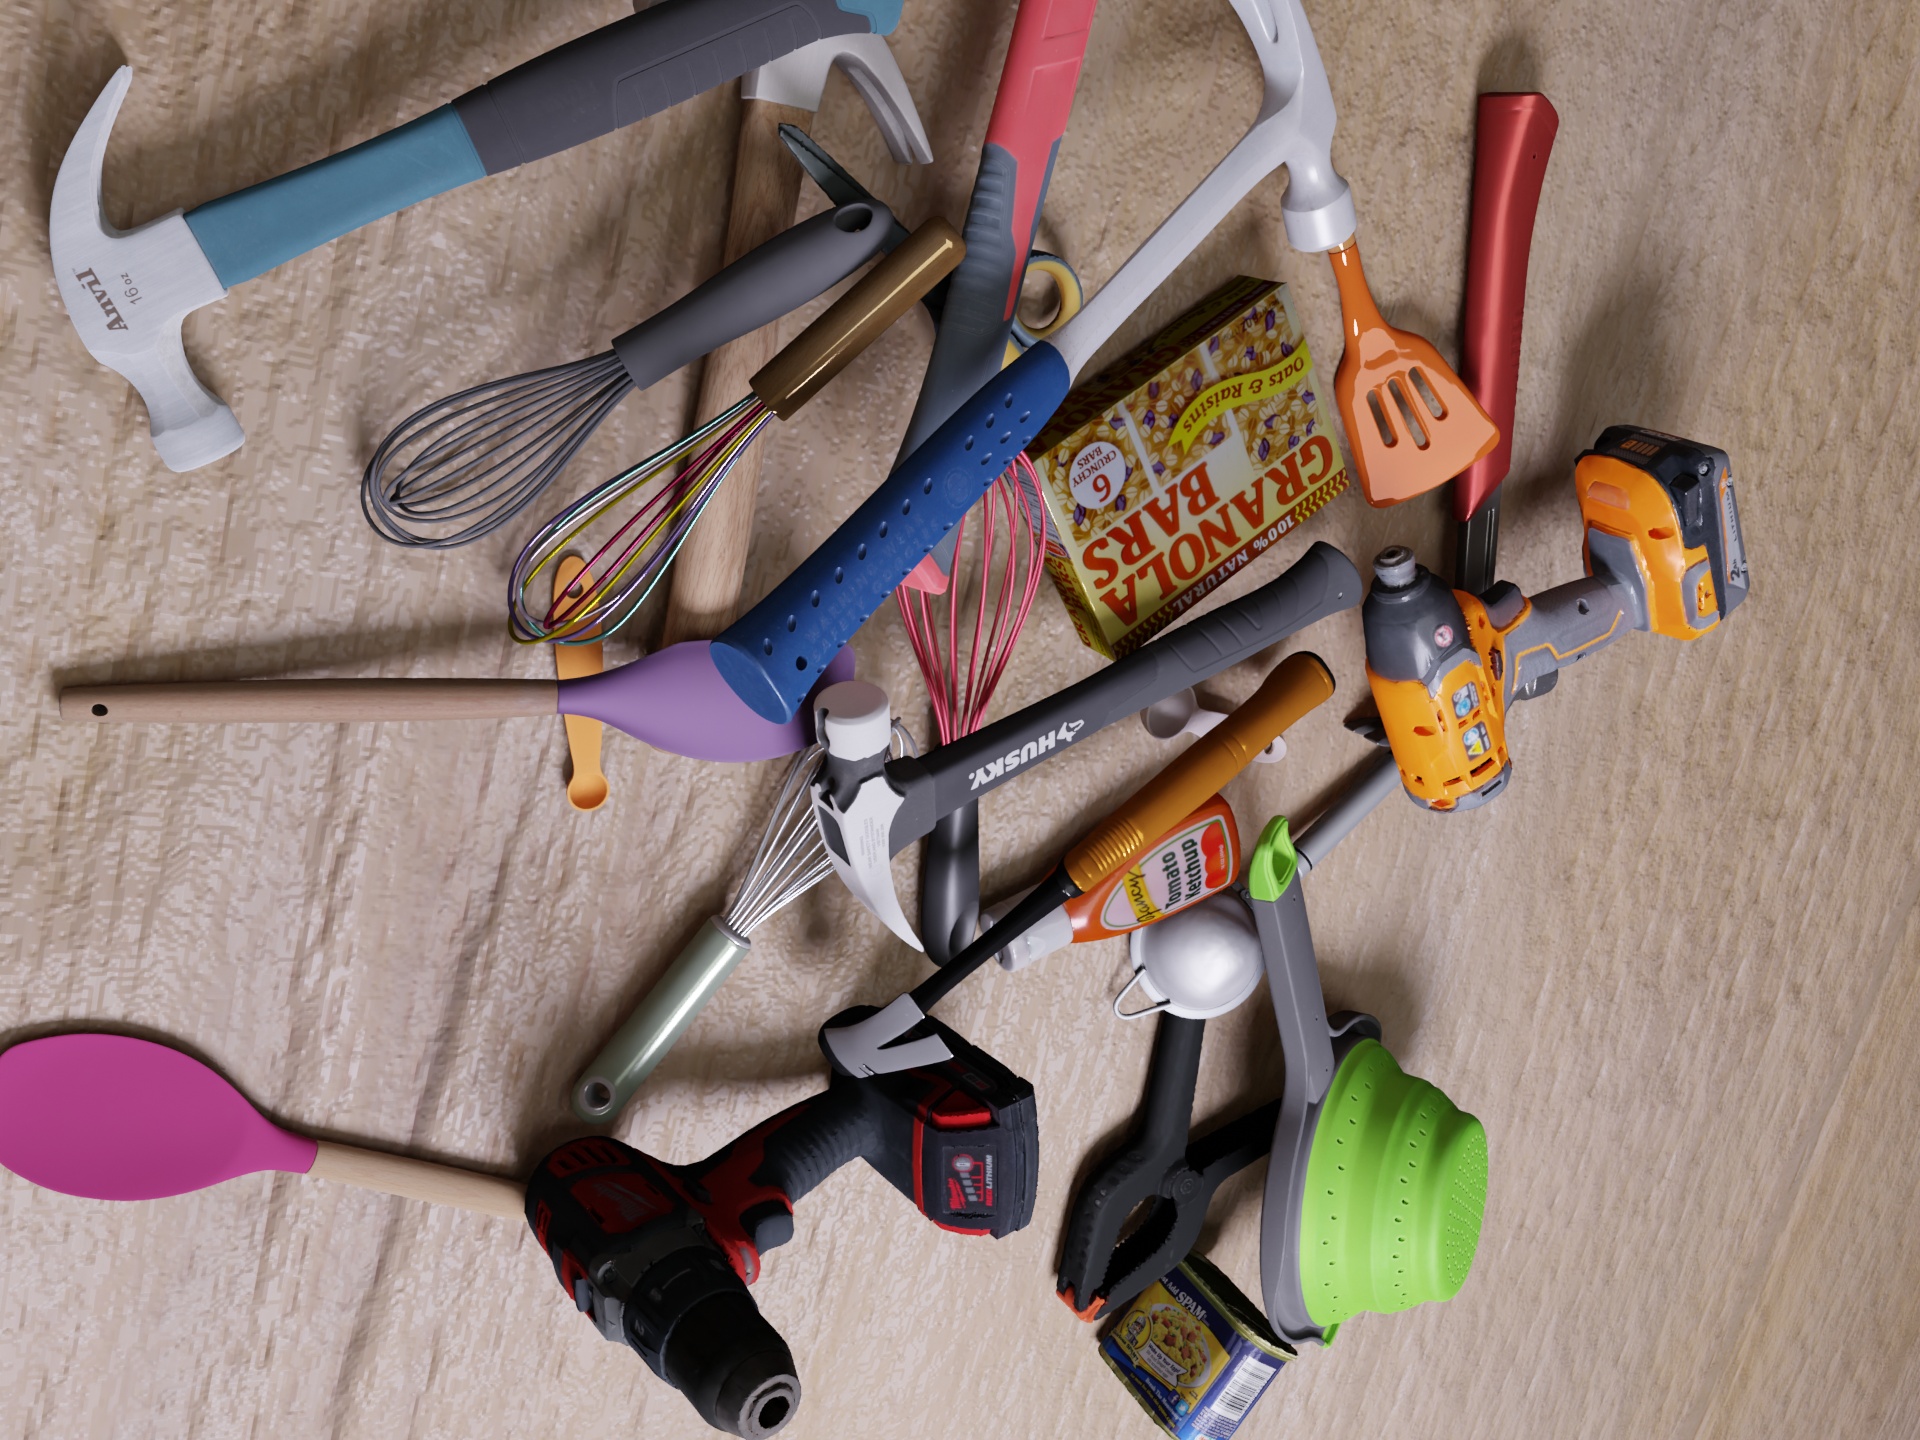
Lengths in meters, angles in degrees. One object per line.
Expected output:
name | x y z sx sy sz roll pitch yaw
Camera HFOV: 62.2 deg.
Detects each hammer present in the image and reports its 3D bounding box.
hammer | 0.075 -0.009 0.778 0.335 0.035 0.146 -26 133 -28
hammer | -0.167 -0.218 0.585 0.331 0.033 0.128 -27 118 -9
hammer | 0.289 -0.162 0.899 0.149 0.037 0.358 -15 116 -25
hammer | -0.094 -0.144 0.683 0.130 0.031 0.331 2 108 -30
hammer | 0.076 0.061 0.795 0.337 0.127 0.034 -37 91 -26
hammer | 0.037 -0.241 0.676 0.143 0.038 0.386 10 96 -47
hammer | 0.042 -0.157 0.655 0.405 0.035 0.143 -49 135 -24

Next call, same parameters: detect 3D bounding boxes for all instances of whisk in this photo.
whisk | -0.105 0.095 0.763 0.058 0.059 0.246 39 90 2
whisk | -0.001 -0.002 0.778 0.073 0.073 0.295 -12 120 -26
whisk | -0.129 -0.139 0.626 0.239 0.055 0.055 -31 122 0
whisk | -0.092 -0.111 0.640 0.245 0.047 0.051 -40 105 9

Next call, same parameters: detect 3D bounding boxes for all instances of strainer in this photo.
strainer | 0.191 0.088 0.932 0.258 0.050 0.087 -40 100 -18

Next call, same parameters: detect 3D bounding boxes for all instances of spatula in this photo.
spatula | -0.195 -0.007 0.662 0.315 0.018 0.059 -1 113 -23
spatula | 0.188 -0.259 0.798 0.081 0.041 0.322 -28 120 2

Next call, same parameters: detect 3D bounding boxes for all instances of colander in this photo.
colander | 0.241 0.220 0.922 0.204 0.094 0.396 -51 135 -41

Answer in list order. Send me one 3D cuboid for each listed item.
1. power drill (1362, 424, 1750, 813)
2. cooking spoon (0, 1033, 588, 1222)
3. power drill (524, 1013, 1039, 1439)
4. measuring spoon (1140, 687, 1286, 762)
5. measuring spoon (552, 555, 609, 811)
power drill | 0.322 -0.071 0.885 0.226 0.084 0.164 -34 122 -10
cooking spoon | -0.270 0.203 0.720 0.318 0.017 0.069 26 86 -35
power drill | -0.067 0.230 0.742 0.226 0.188 0.080 -15 115 -35
measuring spoon | 0.141 0.003 0.891 0.124 0.018 0.034 19 98 -41
measuring spoon | -0.169 -0.016 0.703 0.021 0.011 0.117 -9 109 -27
